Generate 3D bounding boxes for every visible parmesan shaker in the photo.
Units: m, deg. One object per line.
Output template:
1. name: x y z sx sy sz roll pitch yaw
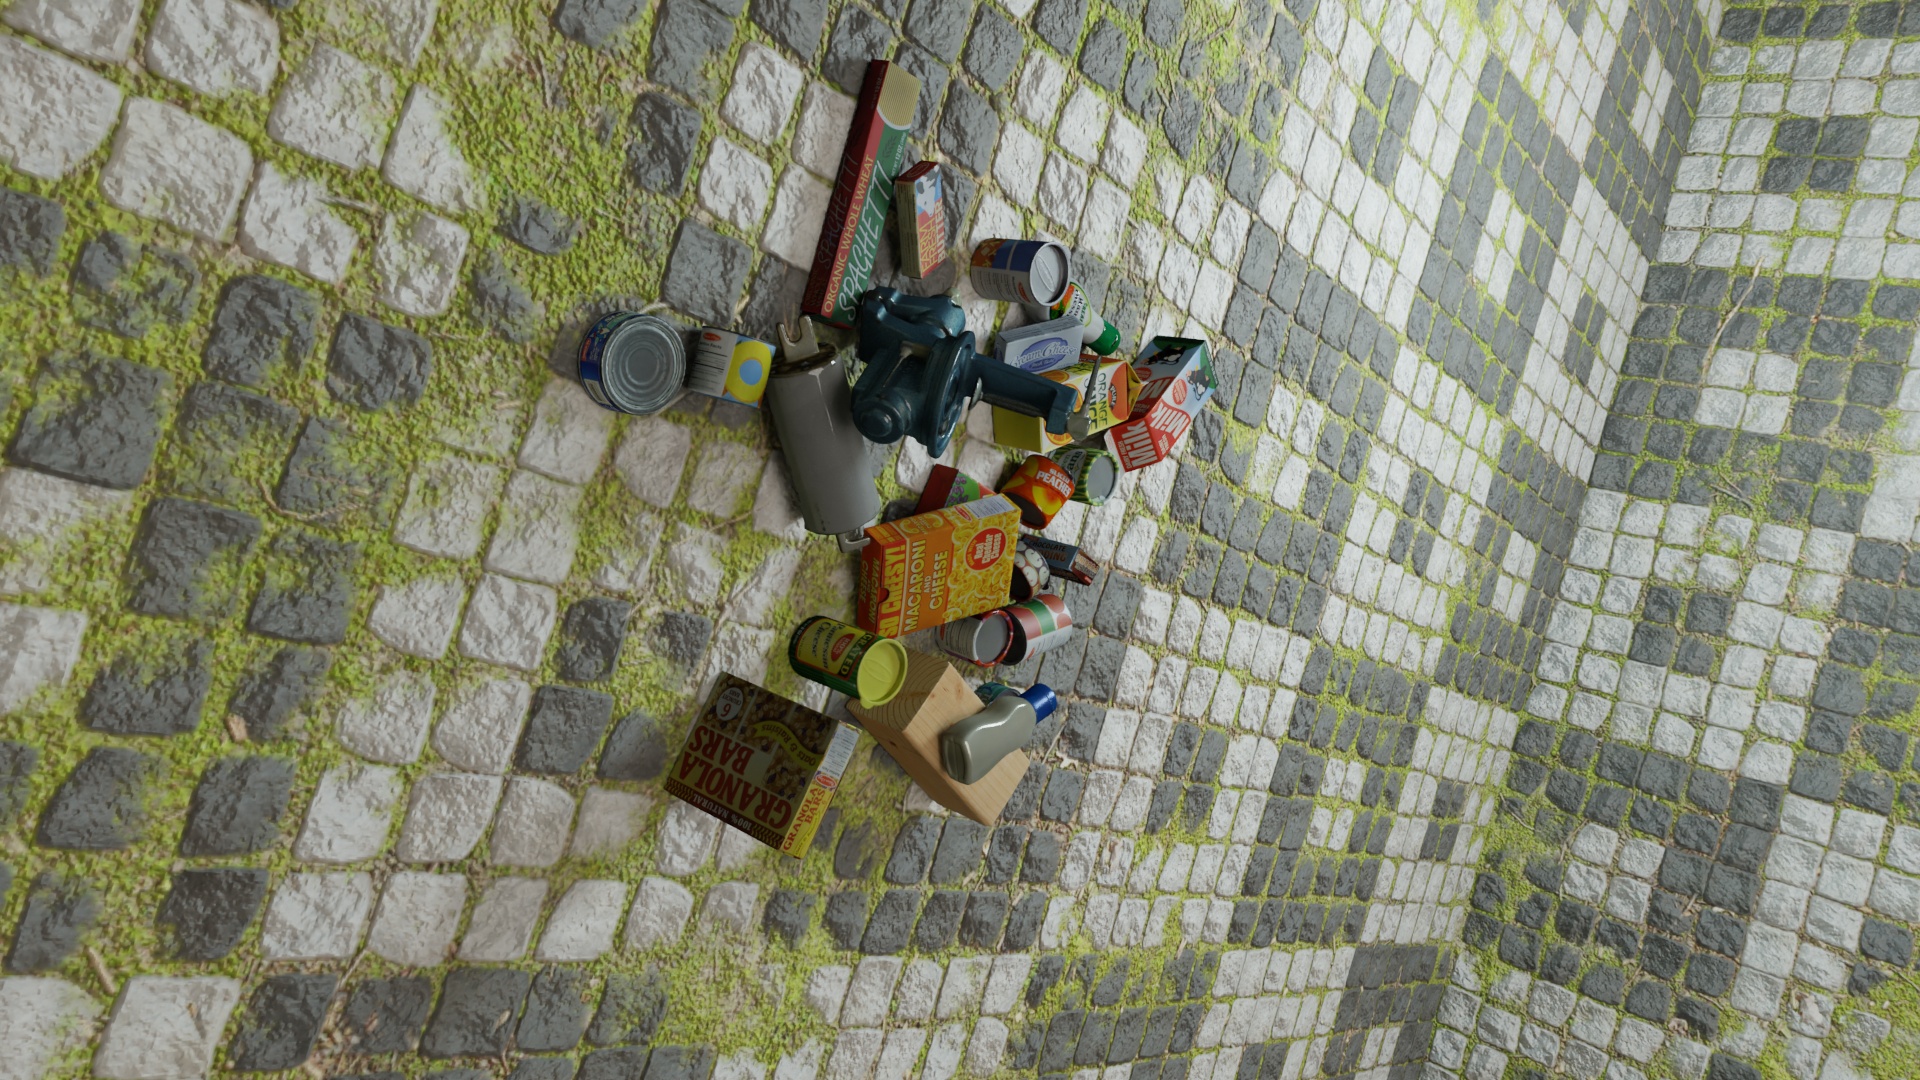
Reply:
1. parmesan shaker: -0.112 0.118 1.359 0.071 0.103 0.071 -16 113 -44

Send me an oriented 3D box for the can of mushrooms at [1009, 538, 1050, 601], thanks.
1. can of mushrooms: 0.067 0.036 1.557 0.033 0.071 0.070 -41 128 -31

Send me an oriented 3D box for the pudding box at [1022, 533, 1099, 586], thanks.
1. pudding box: 0.111 0.021 1.589 0.049 0.084 0.030 40 72 -46

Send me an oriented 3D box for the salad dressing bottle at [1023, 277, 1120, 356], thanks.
1. salad dressing bottle: 0.127 -0.252 1.557 0.147 0.044 0.064 26 90 -48

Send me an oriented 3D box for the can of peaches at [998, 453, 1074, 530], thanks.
1. can of peaches: 0.086 -0.054 1.551 0.058 0.071 0.071 -51 133 -23

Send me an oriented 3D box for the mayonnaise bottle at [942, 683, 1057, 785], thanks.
1. mayonnaise bottle: 0.043 0.197 1.463 0.149 0.041 0.064 -28 122 -42

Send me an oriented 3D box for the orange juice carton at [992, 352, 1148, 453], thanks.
1. orange juice carton: 0.126 -0.161 1.562 0.193 0.072 0.072 -24 119 -41

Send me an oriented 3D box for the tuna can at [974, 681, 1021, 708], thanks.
1. tuna can: 0.039 0.198 1.601 0.071 0.033 0.071 -17 113 -44

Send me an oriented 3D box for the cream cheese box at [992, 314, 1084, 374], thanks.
1. cream cheese box: 0.083 -0.208 1.507 0.104 0.024 0.053 -18 136 -27

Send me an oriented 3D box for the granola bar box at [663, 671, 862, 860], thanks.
1. granola bar box: -0.181 0.201 1.262 0.039 0.165 0.124 38 73 -47

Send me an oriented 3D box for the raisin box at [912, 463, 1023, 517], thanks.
1. raisin box: 0.005 -0.019 1.497 0.123 0.040 0.086 30 79 -46

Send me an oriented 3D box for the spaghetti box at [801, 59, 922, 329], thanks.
1. spaghetti box: -0.093 -0.323 1.307 0.050 0.029 0.250 16 89 -49

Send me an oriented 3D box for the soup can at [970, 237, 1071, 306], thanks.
1. soup can: 0.064 -0.283 1.449 0.071 0.084 0.071 -17 114 -44

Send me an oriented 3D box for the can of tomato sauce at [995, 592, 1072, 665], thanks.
1. can of tomato sauce: 0.077 0.099 1.590 0.083 0.071 0.071 -17 113 -44

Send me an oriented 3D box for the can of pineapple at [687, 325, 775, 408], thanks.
1. can of pineapple: -0.199 -0.151 1.214 0.071 0.071 0.058 13 92 -49

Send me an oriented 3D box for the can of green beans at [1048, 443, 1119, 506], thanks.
1. can of green beans: 0.143 -0.076 1.616 0.071 0.058 0.071 -16 113 -44

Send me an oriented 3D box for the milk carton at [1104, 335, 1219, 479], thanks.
1. milk carton: 0.229 -0.160 1.668 0.191 0.073 0.072 -51 134 -29

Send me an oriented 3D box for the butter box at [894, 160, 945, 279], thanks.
1. butter box: -0.039 -0.312 1.352 0.053 0.024 0.103 -50 146 -45

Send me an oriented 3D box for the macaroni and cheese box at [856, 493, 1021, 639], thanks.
1. macaroni and cheese box: -0.022 0.028 1.431 0.167 0.040 0.123 -15 128 -30

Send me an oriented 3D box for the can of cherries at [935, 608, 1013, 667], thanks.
1. can of cherries: 0.017 0.101 1.530 0.072 0.058 0.071 -16 113 -43
